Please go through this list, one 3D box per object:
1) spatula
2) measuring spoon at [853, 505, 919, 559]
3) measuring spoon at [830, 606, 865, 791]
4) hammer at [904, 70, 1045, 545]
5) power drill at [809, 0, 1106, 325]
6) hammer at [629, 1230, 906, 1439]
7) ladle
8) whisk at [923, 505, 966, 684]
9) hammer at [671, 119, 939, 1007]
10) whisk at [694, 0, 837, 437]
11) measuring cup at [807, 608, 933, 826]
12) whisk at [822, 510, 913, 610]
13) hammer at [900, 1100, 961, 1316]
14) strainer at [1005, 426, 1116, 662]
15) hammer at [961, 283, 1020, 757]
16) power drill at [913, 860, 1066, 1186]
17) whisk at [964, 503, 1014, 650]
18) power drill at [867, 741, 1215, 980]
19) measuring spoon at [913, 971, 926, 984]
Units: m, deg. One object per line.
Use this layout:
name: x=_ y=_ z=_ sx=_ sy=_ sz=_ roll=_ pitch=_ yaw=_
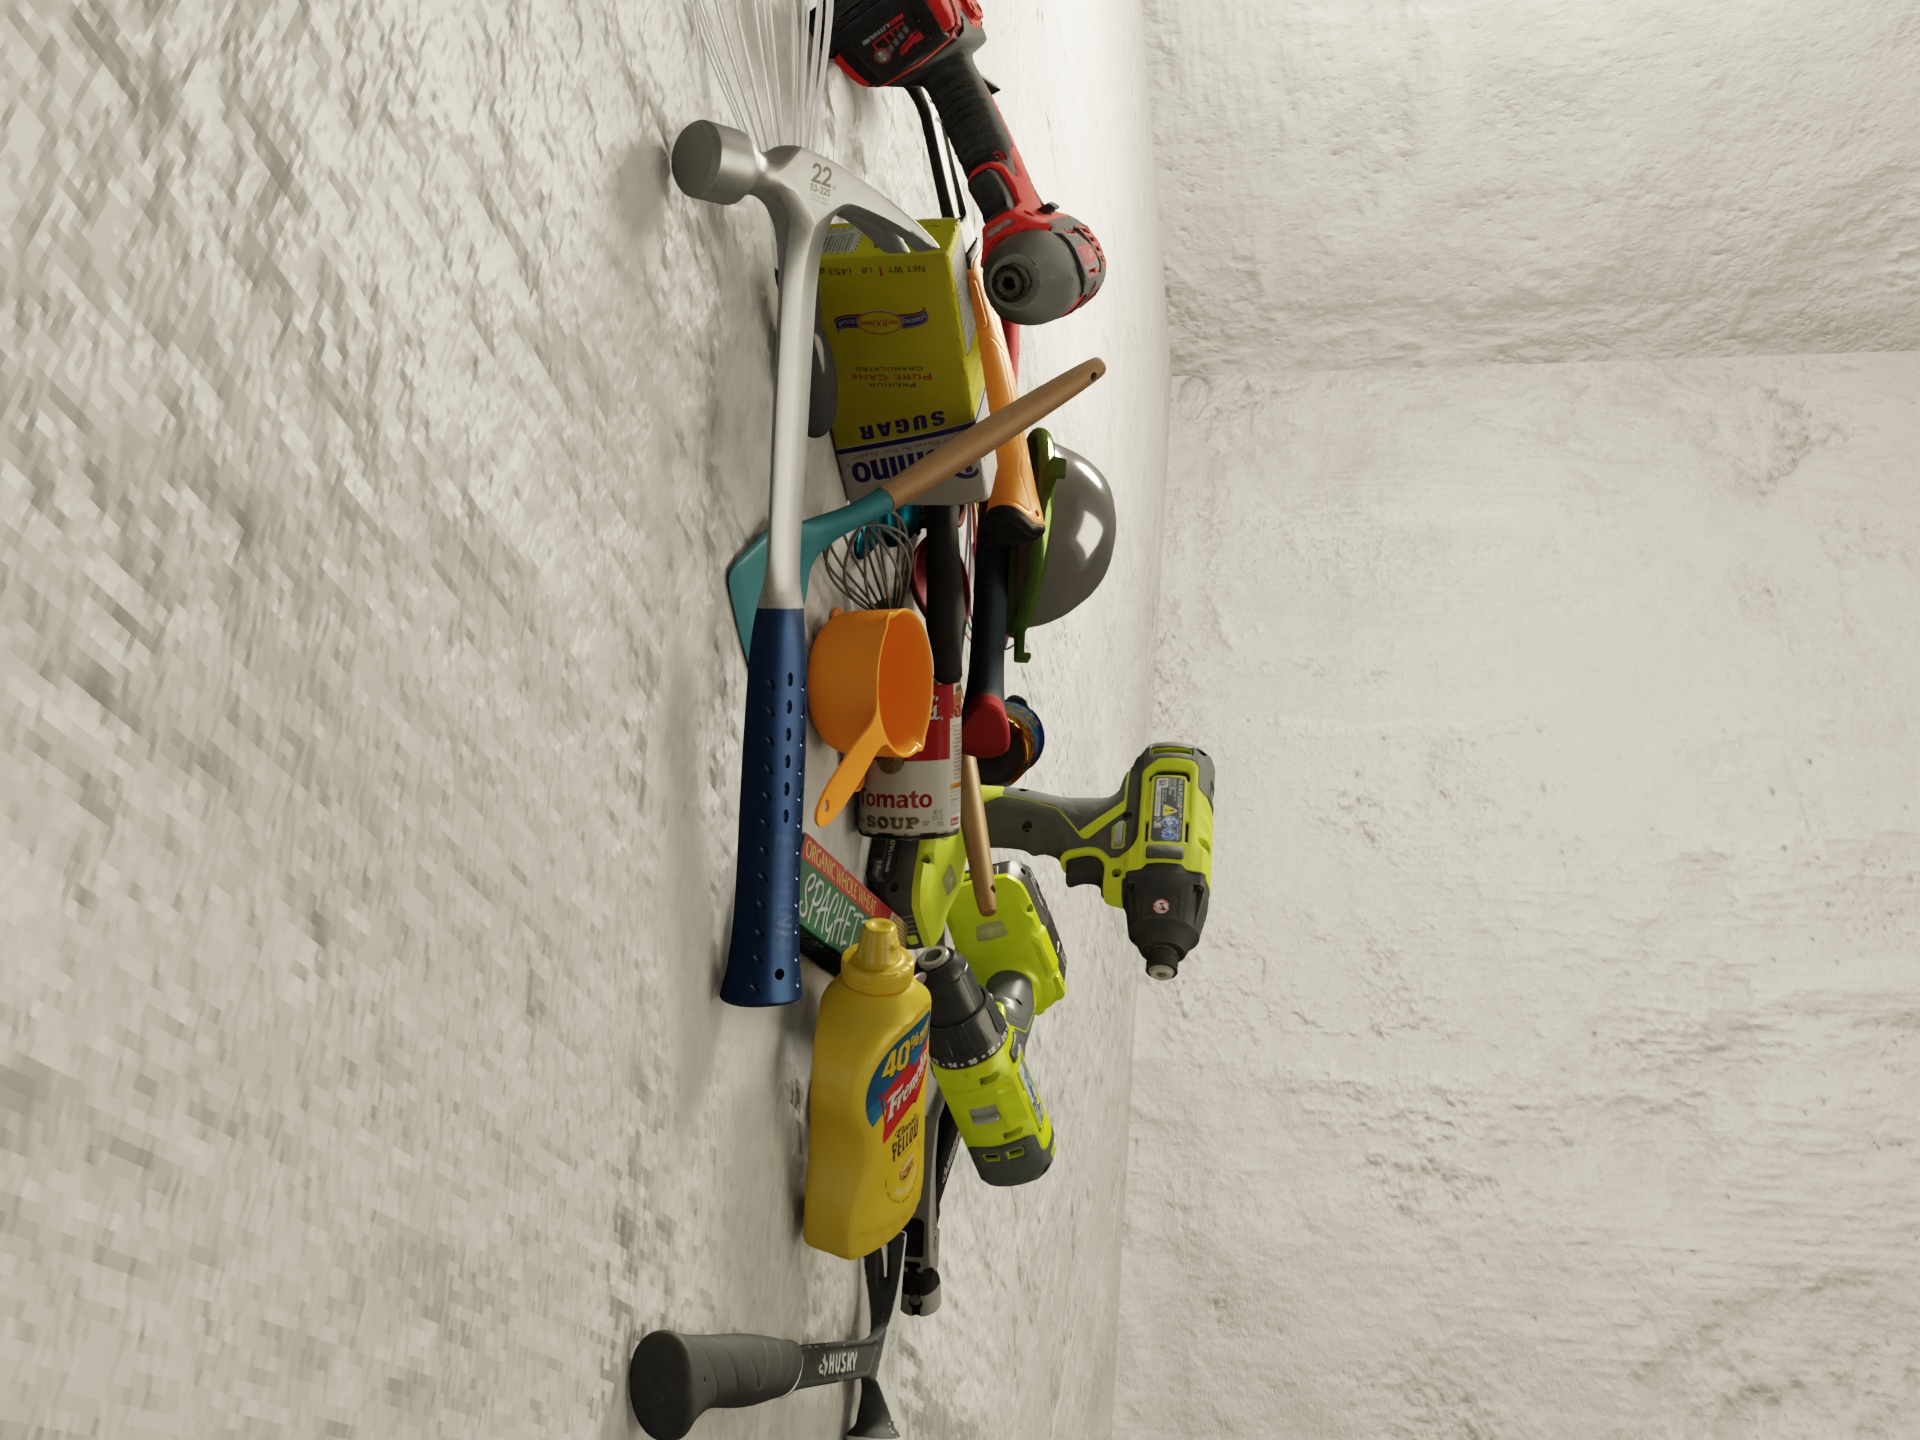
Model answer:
spatula: x=-0.016 y=-0.131 z=0.897 sx=0.317 sy=0.044 sz=0.082 roll=-37 pitch=137 yaw=-29
measuring spoon: x=-0.047 y=-0.127 z=1.058 sx=0.129 sy=0.021 sz=0.042 roll=-61 pitch=150 yaw=-69
measuring spoon: x=-0.073 y=-0.012 z=0.980 sx=0.021 sy=0.011 sz=0.117 roll=-33 pitch=120 yaw=-62
hammer: x=0.011 y=-0.280 z=1.048 sx=0.127 sy=0.034 sz=0.337 roll=-5 pitch=82 yaw=-57
power drill: x=0.008 y=-0.336 z=0.941 sx=0.219 sy=0.078 sz=0.143 roll=60 pitch=25 yaw=-10
hammer: x=-0.088 y=0.343 z=0.856 sx=0.408 sy=0.036 sz=0.149 roll=61 pitch=30 yaw=-67
ladle: x=-0.002 y=-0.004 z=1.096 sx=0.069 sy=0.031 sz=0.316 roll=33 pitch=36 yaw=-42
whisk: x=-0.013 y=-0.154 z=1.043 sx=0.073 sy=0.073 sz=0.296 roll=69 pitch=16 yaw=-60
hammer: x=-0.081 y=-0.065 z=0.768 sx=0.144 sy=0.035 sz=0.405 roll=-2 pitch=98 yaw=-47
whisk: x=-0.087 y=-0.266 z=0.795 sx=0.070 sy=0.070 sz=0.284 roll=-77 pitch=168 yaw=-47
measuring cup: x=-0.068 y=0.002 z=0.905 sx=0.174 sy=0.052 sz=0.095 roll=-61 pitch=146 yaw=-49
whisk: x=-0.047 y=-0.065 z=1.016 sx=0.238 sy=0.055 sz=0.055 roll=76 pitch=18 yaw=-64
hammer: x=-0.004 y=0.304 z=1.262 sx=0.335 sy=0.035 sz=0.146 roll=-58 pitch=148 yaw=-69
strainer: x=0.072 y=-0.153 z=1.184 sx=0.257 sy=0.069 sz=0.151 roll=-94 pitch=-168 yaw=-64
hammer: x=0.023 y=-0.153 z=1.134 sx=0.143 sy=0.038 sz=0.387 roll=109 pitch=-14 yaw=-67
power drill: x=0.021 y=0.205 z=1.194 sx=0.229 sy=0.080 sz=0.190 roll=-77 pitch=149 yaw=-63
whisk: x=0.016 y=-0.164 z=1.324 sx=0.047 sy=0.051 sz=0.244 roll=-54 pitch=140 yaw=-61
power drill: x=0.057 y=0.094 z=1.078 sx=0.080 sy=0.223 sz=0.171 roll=76 pitch=18 yaw=-49
measuring spoon: x=-0.048 y=0.190 z=0.989 sx=0.124 sy=0.018 sz=0.034 roll=-35 pitch=146 yaw=-55
